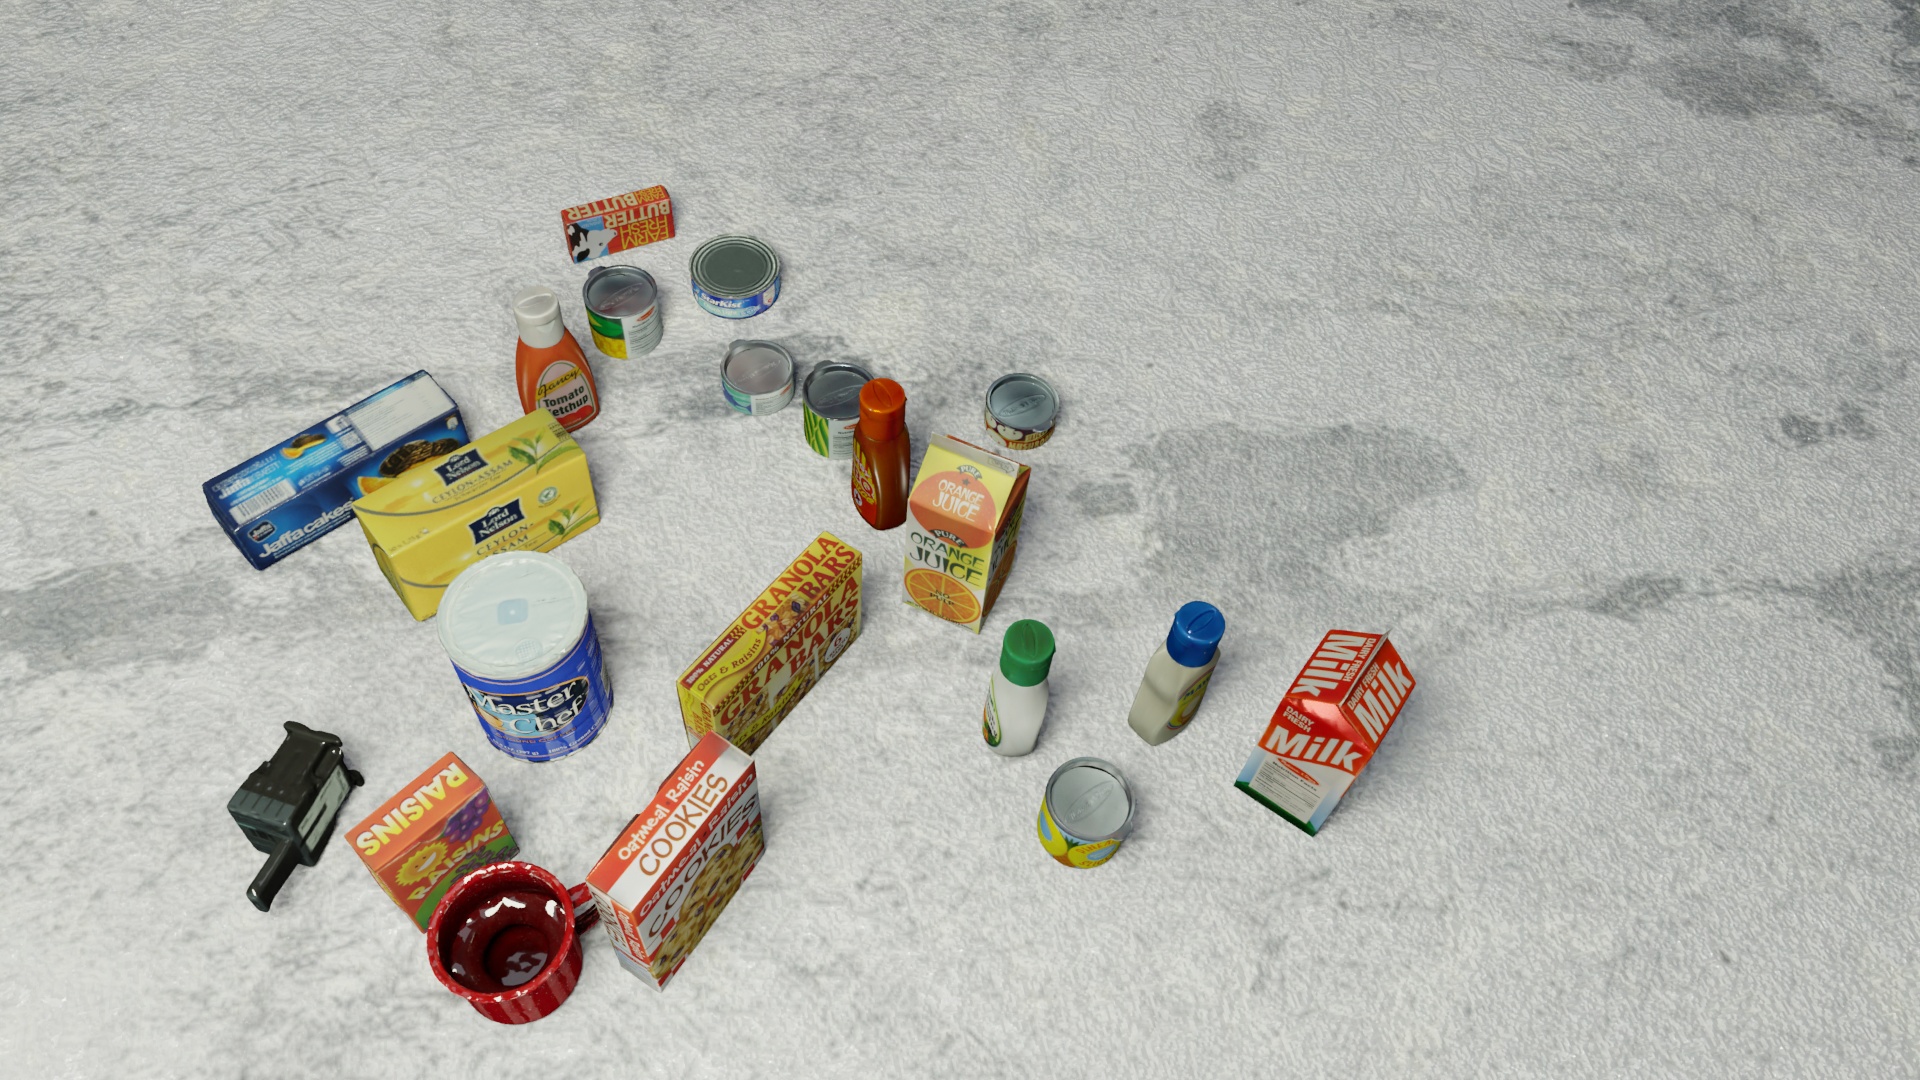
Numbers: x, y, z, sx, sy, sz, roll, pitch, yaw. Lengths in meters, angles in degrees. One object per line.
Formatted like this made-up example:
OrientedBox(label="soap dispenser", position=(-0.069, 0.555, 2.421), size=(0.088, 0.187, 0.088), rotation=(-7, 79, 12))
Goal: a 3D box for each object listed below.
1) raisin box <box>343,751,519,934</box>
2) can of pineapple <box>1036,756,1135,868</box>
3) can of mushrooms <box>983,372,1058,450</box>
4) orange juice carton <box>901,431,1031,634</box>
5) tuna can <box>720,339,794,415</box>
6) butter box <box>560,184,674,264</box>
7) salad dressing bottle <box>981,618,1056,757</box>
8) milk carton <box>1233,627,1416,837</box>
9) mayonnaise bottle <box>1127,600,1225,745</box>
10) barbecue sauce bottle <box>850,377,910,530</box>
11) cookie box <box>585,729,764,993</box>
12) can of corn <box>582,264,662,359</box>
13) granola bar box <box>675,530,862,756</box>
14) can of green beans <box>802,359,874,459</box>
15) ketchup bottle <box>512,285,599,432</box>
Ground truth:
OrientedBox(label="raisin box", position=(-0.356, 0.207, 0.944), size=(0.040, 0.122, 0.086), rotation=(39, 61, 20))
OrientedBox(label="can of pineapple", position=(0.093, 0.203, 1.025), size=(0.071, 0.057, 0.071), rotation=(2, 56, -3))
OrientedBox(label="can of mushrooms", position=(0.056, -0.115, 1.255), size=(0.071, 0.033, 0.071), rotation=(2, 55, -3))
OrientedBox(label="orange juice carton", position=(0.004, -0.014, 1.085), size=(0.072, 0.191, 0.073), rotation=(23, 57, 10))
OrientedBox(label="tuna can", position=(-0.185, -0.149, 1.258), size=(0.071, 0.032, 0.071), rotation=(2, 55, -3))
OrientedBox(label="butter box", position=(-0.330, -0.306, 1.341), size=(0.104, 0.052, 0.024), rotation=(-20, 60, -18))
OrientedBox(label="salad dressing bottle", position=(0.044, 0.110, 1.031), size=(0.044, 0.146, 0.064), rotation=(-2, 56, -6))
OrientedBox(label="milk carton", position=(0.267, 0.134, 1.009), size=(0.073, 0.189, 0.073), rotation=(33, 59, 17))
OrientedBox(label="mayonnaise bottle", position=(0.166, 0.099, 1.049), size=(0.065, 0.147, 0.041), rotation=(-35, 65, -25))
OrientedBox(label="barbecue sauce bottle", position=(-0.065, -0.073, 1.147), size=(0.044, 0.147, 0.065), rotation=(-21, 60, -18))
OrientedBox(label="cookie box", position=(-0.185, 0.216, 0.926), size=(0.040, 0.166, 0.123), rotation=(29, 58, 14))
OrientedBox(label="can of corn", position=(-0.310, -0.210, 1.274), size=(0.071, 0.058, 0.071), rotation=(2, 56, -3))
OrientedBox(label="granola bar box", position=(-0.140, 0.087, 1.045), size=(0.039, 0.123, 0.166), rotation=(33, 59, 16))
OrientedBox(label="can of green beans", position=(-0.106, -0.114, 1.226), size=(0.071, 0.057, 0.071), rotation=(2, 56, -3))
OrientedBox(label="ketchup bottle", position=(-0.348, -0.152, 1.176), size=(0.065, 0.148, 0.043), rotation=(-27, 62, -21))
